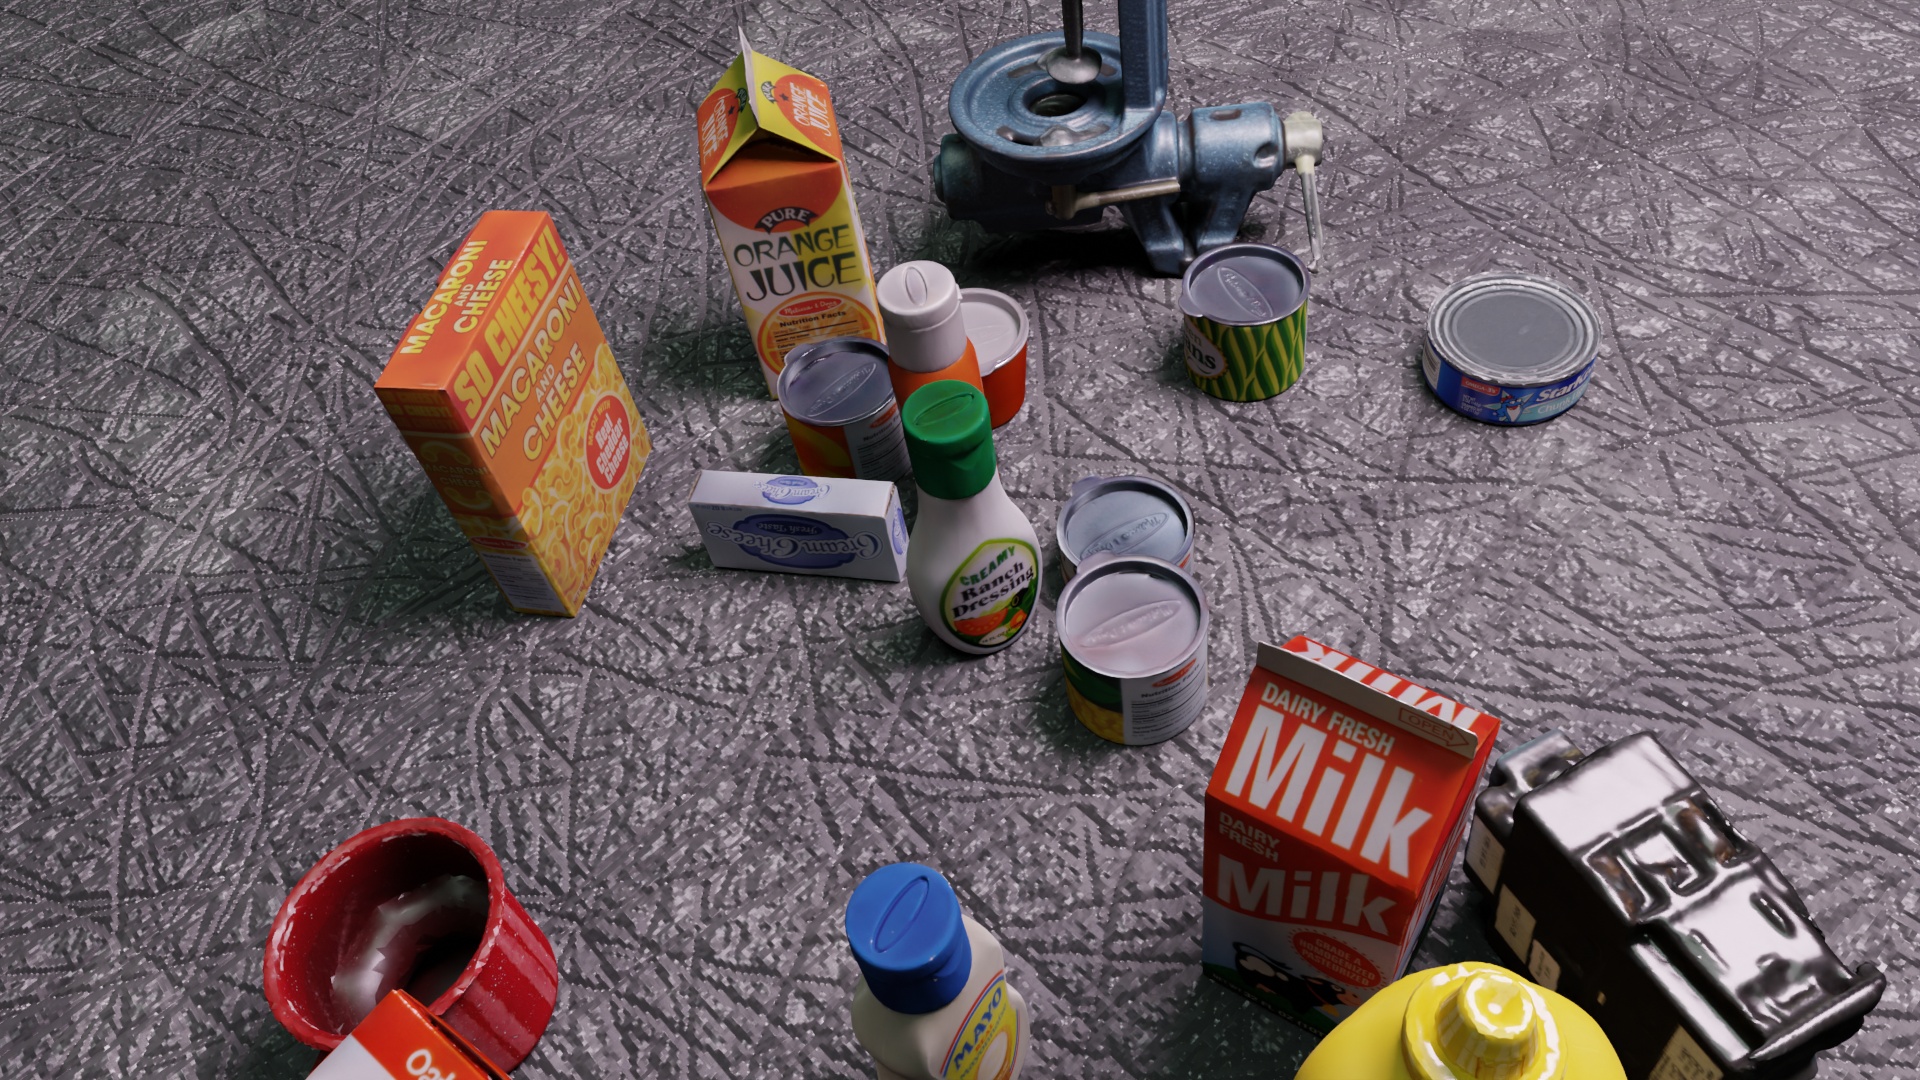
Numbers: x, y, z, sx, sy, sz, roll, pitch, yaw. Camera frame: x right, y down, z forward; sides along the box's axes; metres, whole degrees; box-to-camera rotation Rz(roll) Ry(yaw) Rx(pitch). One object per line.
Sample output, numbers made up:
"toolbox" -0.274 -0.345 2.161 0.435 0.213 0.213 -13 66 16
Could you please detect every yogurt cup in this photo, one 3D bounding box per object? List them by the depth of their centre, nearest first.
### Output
"yogurt cup" 0.006 -0.096 0.758 0.072 0.053 0.073 -5 50 6

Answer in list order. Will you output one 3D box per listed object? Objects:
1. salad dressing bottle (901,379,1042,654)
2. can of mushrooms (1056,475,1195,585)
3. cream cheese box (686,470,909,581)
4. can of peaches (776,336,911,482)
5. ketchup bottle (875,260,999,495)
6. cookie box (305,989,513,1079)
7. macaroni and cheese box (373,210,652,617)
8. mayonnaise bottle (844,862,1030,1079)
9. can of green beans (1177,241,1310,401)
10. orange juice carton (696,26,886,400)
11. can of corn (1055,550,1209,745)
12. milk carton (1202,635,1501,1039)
"salad dressing bottle" 0.002 -0.008 0.624 0.064 0.147 0.044 -28 52 -13
"can of mushrooms" 0.080 0.001 0.677 0.071 0.033 0.071 -5 50 6
"cream cheese box" -0.080 -0.007 0.699 0.104 0.053 0.024 4 52 13
"can of peaches" -0.061 -0.067 0.742 0.071 0.057 0.071 -5 50 6
"ketchup bottle" -0.009 -0.068 0.674 0.043 0.148 0.065 -14 50 -2
"cookie box" -0.122 0.220 0.442 0.123 0.166 0.040 27 60 28
"macaroni and cheese box" -0.215 -0.060 0.692 0.040 0.165 0.124 4 52 13
"mayonnaise bottle" -0.009 0.162 0.484 0.041 0.147 0.065 22 58 25
"can of green beans" 0.153 -0.117 0.747 0.071 0.057 0.071 -5 50 6
"orange juice carton" -0.092 -0.172 0.747 0.073 0.191 0.072 -12 50 0
"can of corn" 0.077 0.048 0.623 0.071 0.058 0.071 -5 50 6
"milk carton" 0.132 0.102 0.482 0.072 0.189 0.074 23 58 26
